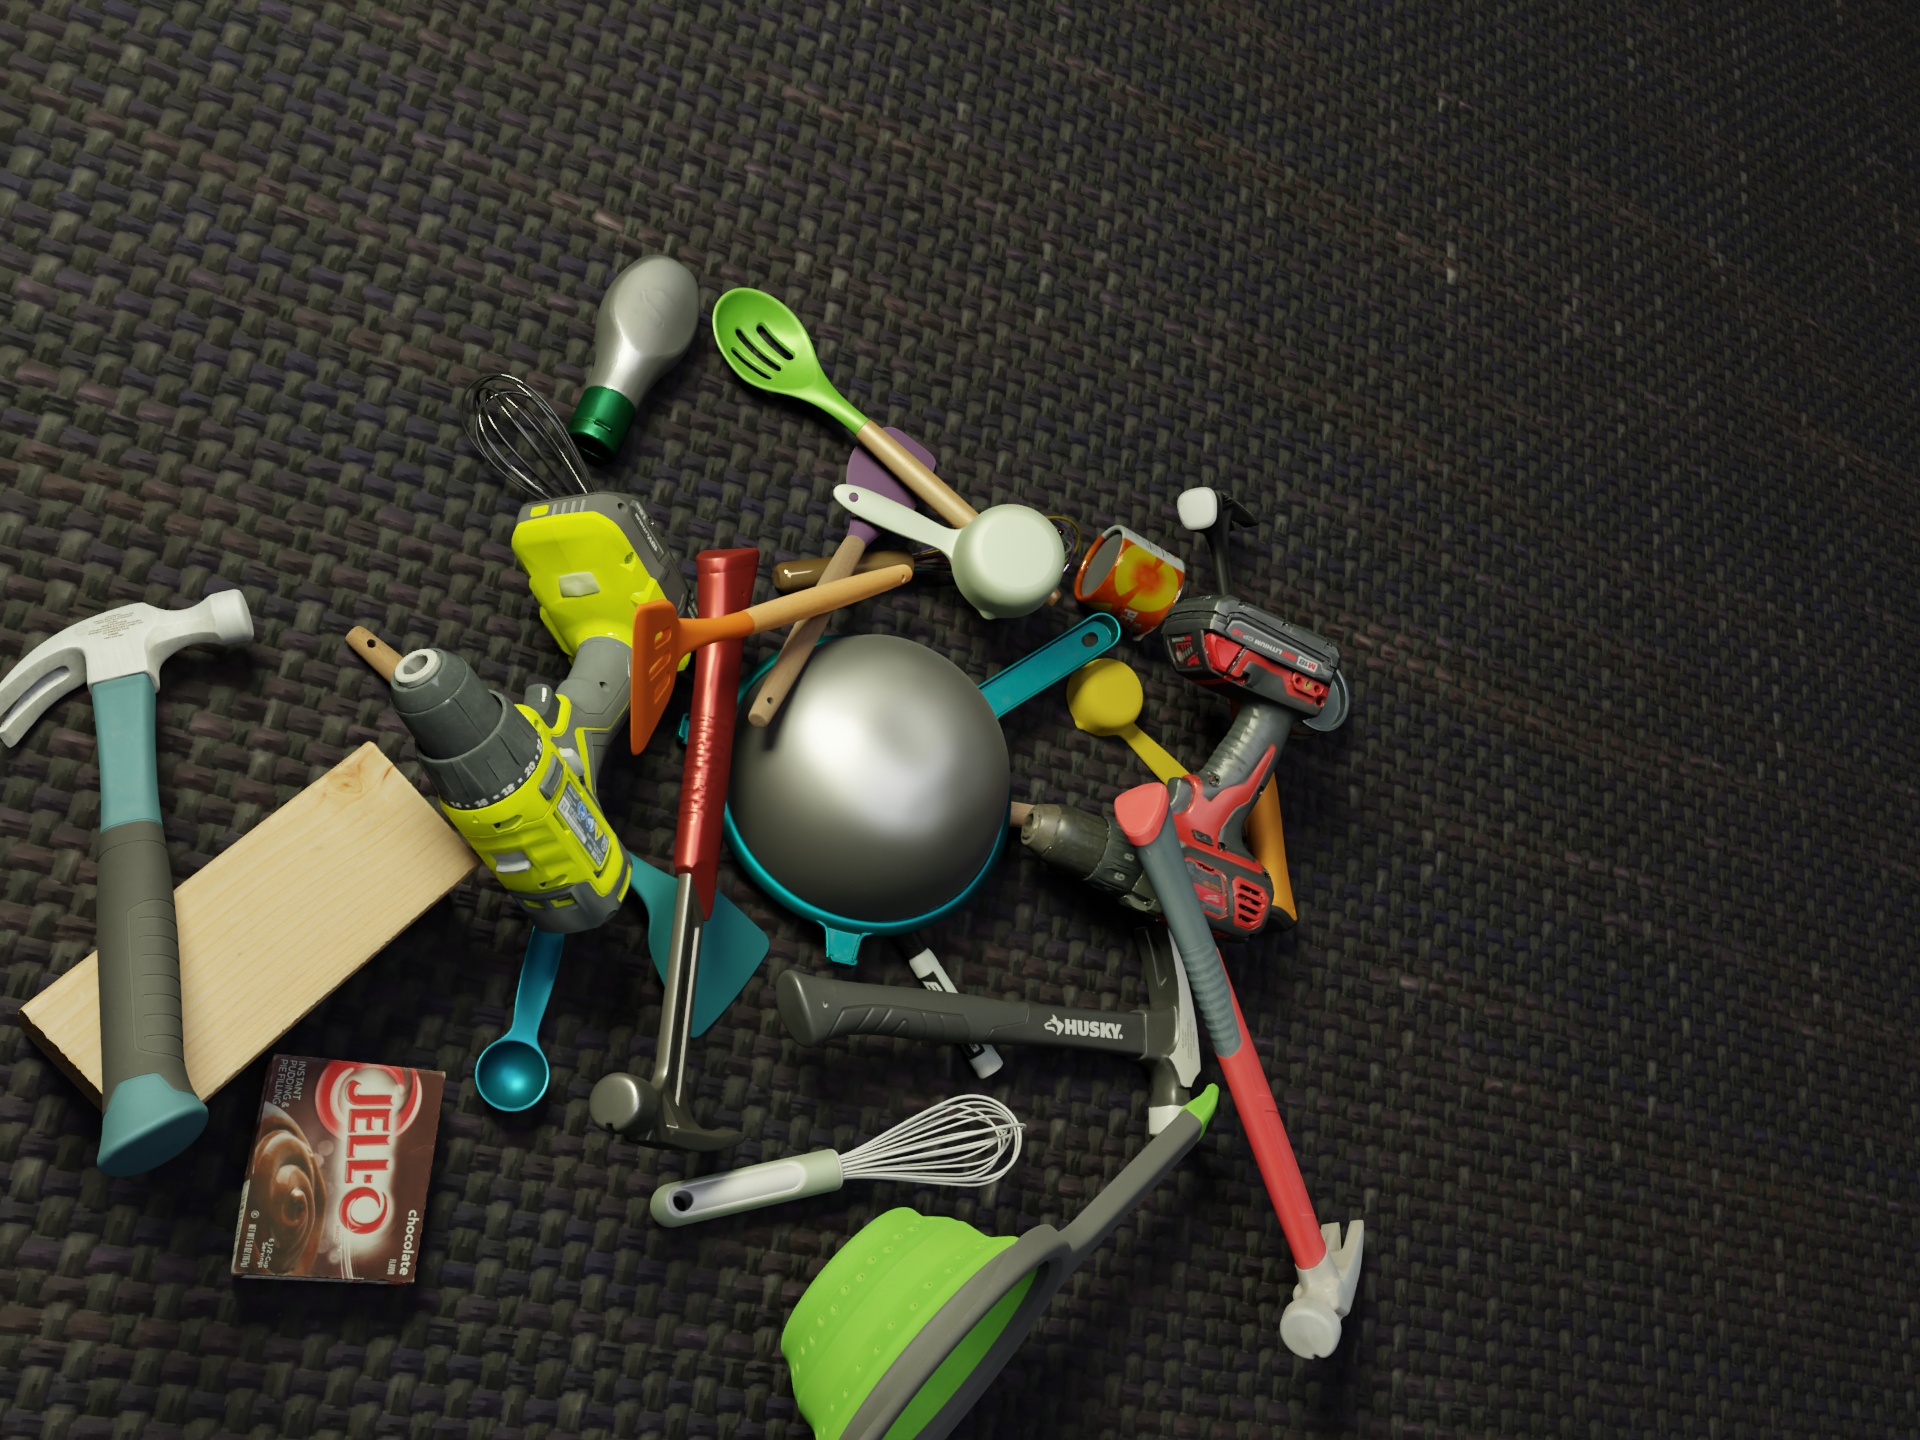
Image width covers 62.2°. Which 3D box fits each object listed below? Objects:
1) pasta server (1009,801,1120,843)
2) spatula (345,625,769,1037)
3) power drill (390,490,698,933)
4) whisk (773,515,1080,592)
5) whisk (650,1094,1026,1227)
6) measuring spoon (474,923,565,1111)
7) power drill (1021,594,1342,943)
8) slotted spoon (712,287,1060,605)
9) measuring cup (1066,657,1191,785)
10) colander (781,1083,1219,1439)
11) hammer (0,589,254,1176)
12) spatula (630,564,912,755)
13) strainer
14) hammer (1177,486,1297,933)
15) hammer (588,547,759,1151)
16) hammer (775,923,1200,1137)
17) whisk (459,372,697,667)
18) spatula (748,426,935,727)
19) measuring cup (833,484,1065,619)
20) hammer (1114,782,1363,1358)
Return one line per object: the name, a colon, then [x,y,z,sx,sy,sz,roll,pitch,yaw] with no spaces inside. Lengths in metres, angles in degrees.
pasta server: [0.070,0.075,1.135,0.316,0.040,0.060,11,70,-23]
spatula: [-0.246,0.058,0.960,0.317,0.044,0.082,43,57,-6]
power drill: [-0.227,-0.022,0.887,0.190,0.080,0.229,68,23,-43]
whisk: [-0.018,-0.118,1.134,0.245,0.047,0.051,-10,72,-28]
whisk: [-0.070,0.274,0.978,0.246,0.059,0.058,-5,65,-26]
measuring spoon: [-0.253,0.167,0.928,0.042,0.021,0.129,21,56,-22]
power drill: [0.155,0.028,1.113,0.187,0.080,0.227,22,83,-18]
slotted spoon: [-0.051,-0.187,1.117,0.314,0.031,0.070,41,59,-1]
measuring cup: [0.144,0.015,1.191,0.156,0.029,0.062,44,58,-9]
colander: [0.018,0.319,0.970,0.095,0.204,0.397,37,46,23]
hammer: [-0.399,0.065,0.770,0.128,0.033,0.331,-15,52,-15]
spatula: [-0.107,-0.060,0.948,0.322,0.041,0.081,-27,126,-58]
strainer: [-0.002,-0.003,1.053,0.340,0.095,0.211,-32,84,-29]
hammer: [0.220,-0.006,1.222,0.127,0.034,0.337,5,77,-65]
hammer: [-0.150,0.068,0.939,0.037,0.149,0.359,-1,71,16]
hammer: [0.028,0.192,1.041,0.334,0.035,0.146,13,69,-35]
whisk: [-0.229,-0.120,1.013,0.239,0.055,0.055,51,57,-12]
spatula: [-0.081,-0.105,1.064,0.059,0.018,0.316,34,44,-13]
measuring cup: [-0.006,-0.128,1.081,0.167,0.038,0.083,22,76,-11]
hammer: [0.190,0.220,1.075,0.143,0.038,0.386,-35,106,-63]
